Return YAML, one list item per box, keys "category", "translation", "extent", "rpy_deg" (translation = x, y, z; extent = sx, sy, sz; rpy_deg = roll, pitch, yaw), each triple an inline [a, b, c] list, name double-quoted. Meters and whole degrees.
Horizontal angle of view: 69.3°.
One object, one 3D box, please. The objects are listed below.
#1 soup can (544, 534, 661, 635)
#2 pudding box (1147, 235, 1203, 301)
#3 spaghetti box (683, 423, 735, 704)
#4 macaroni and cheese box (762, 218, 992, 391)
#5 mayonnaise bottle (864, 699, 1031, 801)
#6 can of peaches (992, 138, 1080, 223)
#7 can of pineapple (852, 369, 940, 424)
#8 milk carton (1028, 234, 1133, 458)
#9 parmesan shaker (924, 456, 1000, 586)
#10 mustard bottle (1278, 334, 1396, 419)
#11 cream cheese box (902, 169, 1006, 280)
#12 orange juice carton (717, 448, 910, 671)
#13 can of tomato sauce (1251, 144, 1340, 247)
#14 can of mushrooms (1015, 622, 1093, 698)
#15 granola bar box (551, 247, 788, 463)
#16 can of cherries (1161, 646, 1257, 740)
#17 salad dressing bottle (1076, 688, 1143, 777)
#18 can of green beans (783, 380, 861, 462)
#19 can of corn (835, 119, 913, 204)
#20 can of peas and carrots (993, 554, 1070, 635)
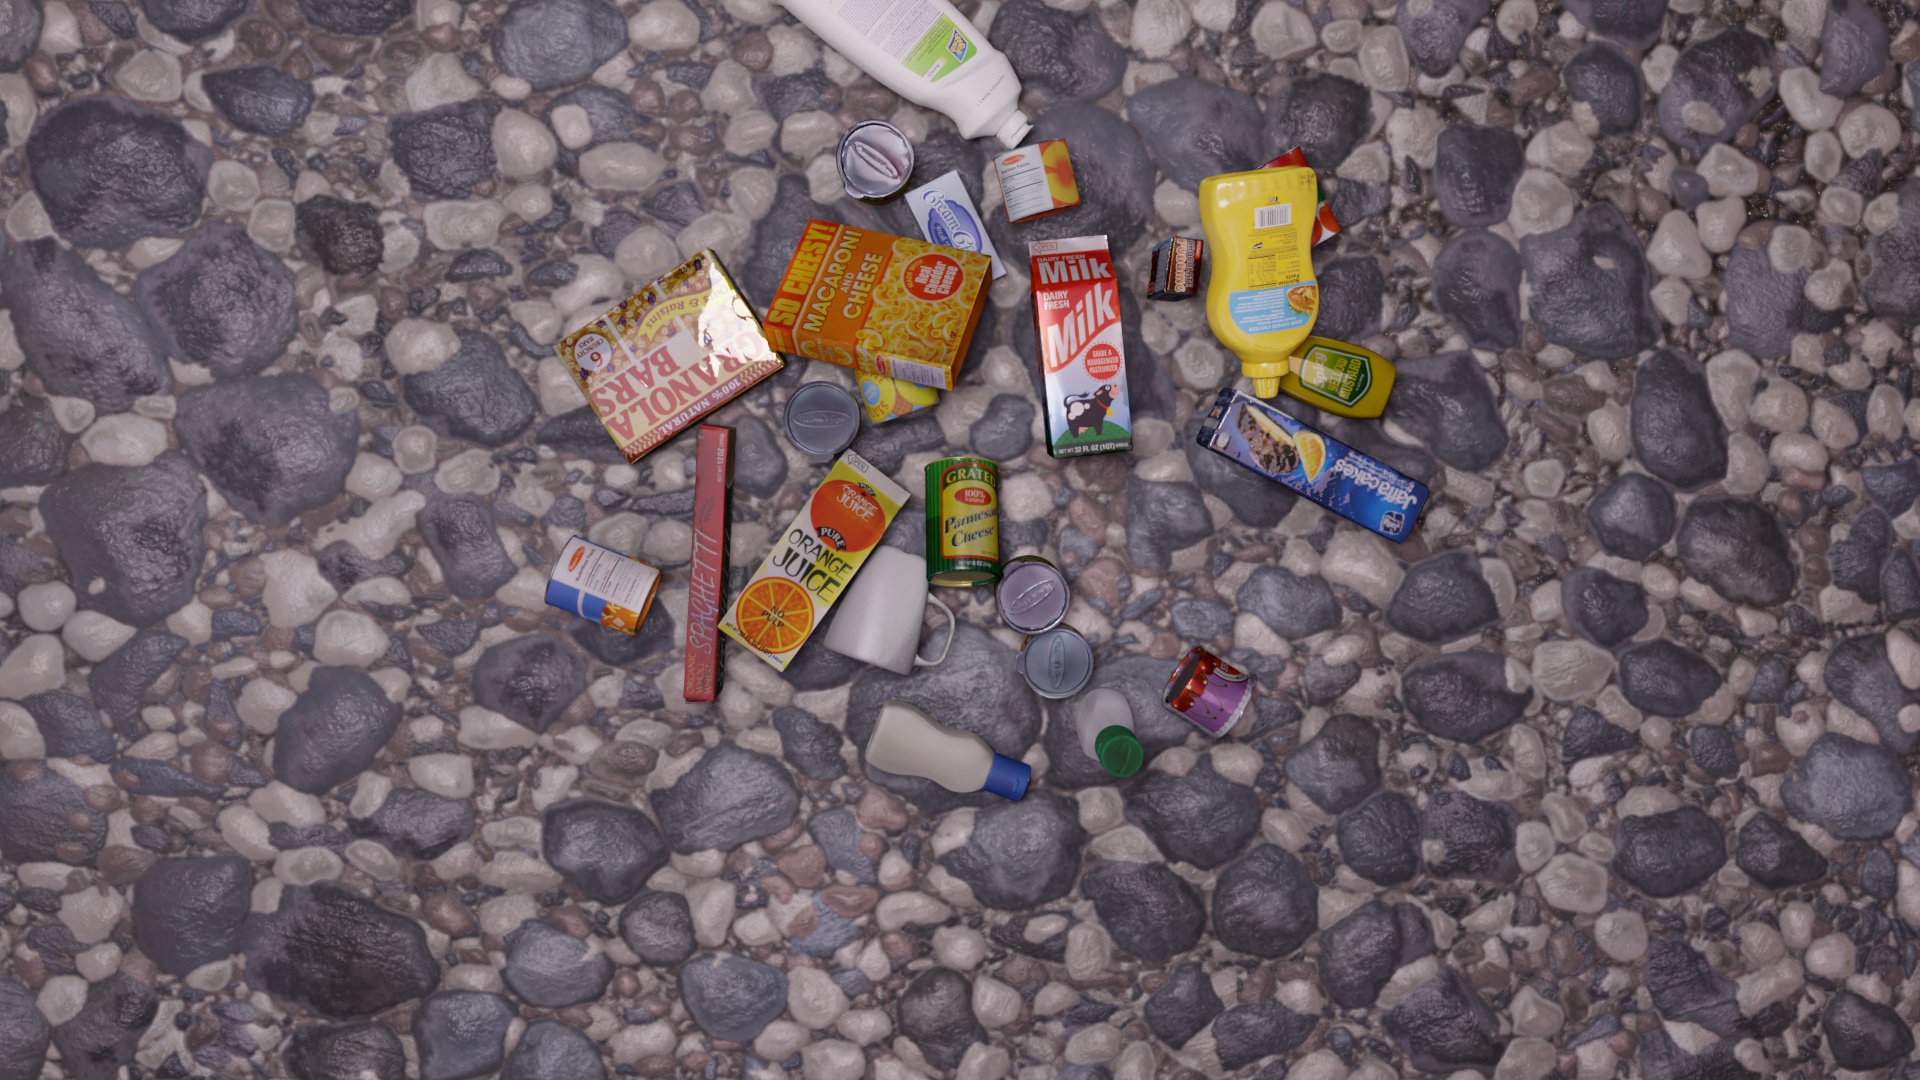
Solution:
- category: "soup can"
  translation: [-0.319, 0.042, 1.242]
  extent: [0.084, 0.071, 0.071]
  rpy_deg: [22, 95, -5]
- category: "pudding box"
  translation: [0.187, -0.238, 1.218]
  extent: [0.030, 0.084, 0.049]
  rpy_deg: [6, 95, -4]
- category: "spaghetti box"
  translation: [-0.225, 0.021, 1.249]
  extent: [0.029, 0.050, 0.249]
  rpy_deg: [4, 96, -1]
- category: "macaroni and cheese box"
  translation: [-0.069, -0.203, 1.192]
  extent: [0.166, 0.040, 0.124]
  rpy_deg: [14, 63, 10]
- category: "mayonnaise bottle"
  translation: [-0.010, 0.199, 1.278]
  extent: [0.148, 0.041, 0.064]
  rpy_deg: [21, 97, -5]
- category: "can of peaches"
  translation: [0.069, -0.314, 1.217]
  extent: [0.071, 0.071, 0.058]
  rpy_deg: [-15, 96, 0]
- category: "can of pineapple"
  translation: [-0.058, -0.139, 1.228]
  extent: [0.071, 0.071, 0.057]
  rpy_deg: [-19, 96, 1]
- category: "milk carton"
  translation: [0.104, -0.171, 1.227]
  extent: [0.072, 0.073, 0.190]
  rpy_deg: [-6, 96, -1]
- category: "parmesan shaker"
  translation: [0.004, -0.015, 1.228]
  extent: [0.071, 0.071, 0.103]
  rpy_deg: [-1, 75, -1]
- category: "mustard bottle"
  translation: [0.306, -0.156, 1.246]
  extent: [0.160, 0.049, 0.065]
  rpy_deg: [17, 94, -3]
- category: "cream cheese box"
  translation: [-0.005, -0.272, 1.238]
  extent: [0.053, 0.024, 0.103]
  rpy_deg: [-27, 96, 0]
- category: "orange juice carton"
  translation: [-0.128, 0.015, 1.239]
  extent: [0.072, 0.073, 0.192]
  rpy_deg: [36, 93, -5]
- category: "can of tomato sauce"
  translation: [0.286, -0.294, 1.221]
  extent: [0.071, 0.071, 0.083]
  rpy_deg: [-29, 97, 2]
- category: "can of mushrooms"
  translation: [0.085, 0.109, 1.275]
  extent: [0.071, 0.033, 0.071]
  rpy_deg: [0, 97, -2]
- category: "granola bar box"
  translation: [-0.257, -0.164, 1.234]
  extent: [0.165, 0.039, 0.124]
  rpy_deg: [-33, 96, 2]
- category: "can of cherries"
  translation: [0.226, 0.137, 1.265]
  extent: [0.058, 0.071, 0.071]
  rpy_deg: [32, 94, -3]
- category: "salad dressing bottle"
  translation: [0.132, 0.171, 1.225]
  extent: [0.044, 0.148, 0.064]
  rpy_deg: [14, 96, -3]
- category: "can of green beans"
  translation: [-0.122, -0.109, 1.234]
  extent: [0.071, 0.058, 0.071]
  rpy_deg: [0, 96, -2]
- category: "can of corn"
  translation: [-0.076, -0.327, 1.213]
  extent: [0.071, 0.058, 0.071]
  rpy_deg: [0, 96, -2]
- category: "can of peas and carrots"
  translation: [0.062, 0.046, 1.255]
  extent: [0.071, 0.059, 0.071]
  rpy_deg: [0, 95, -1]
